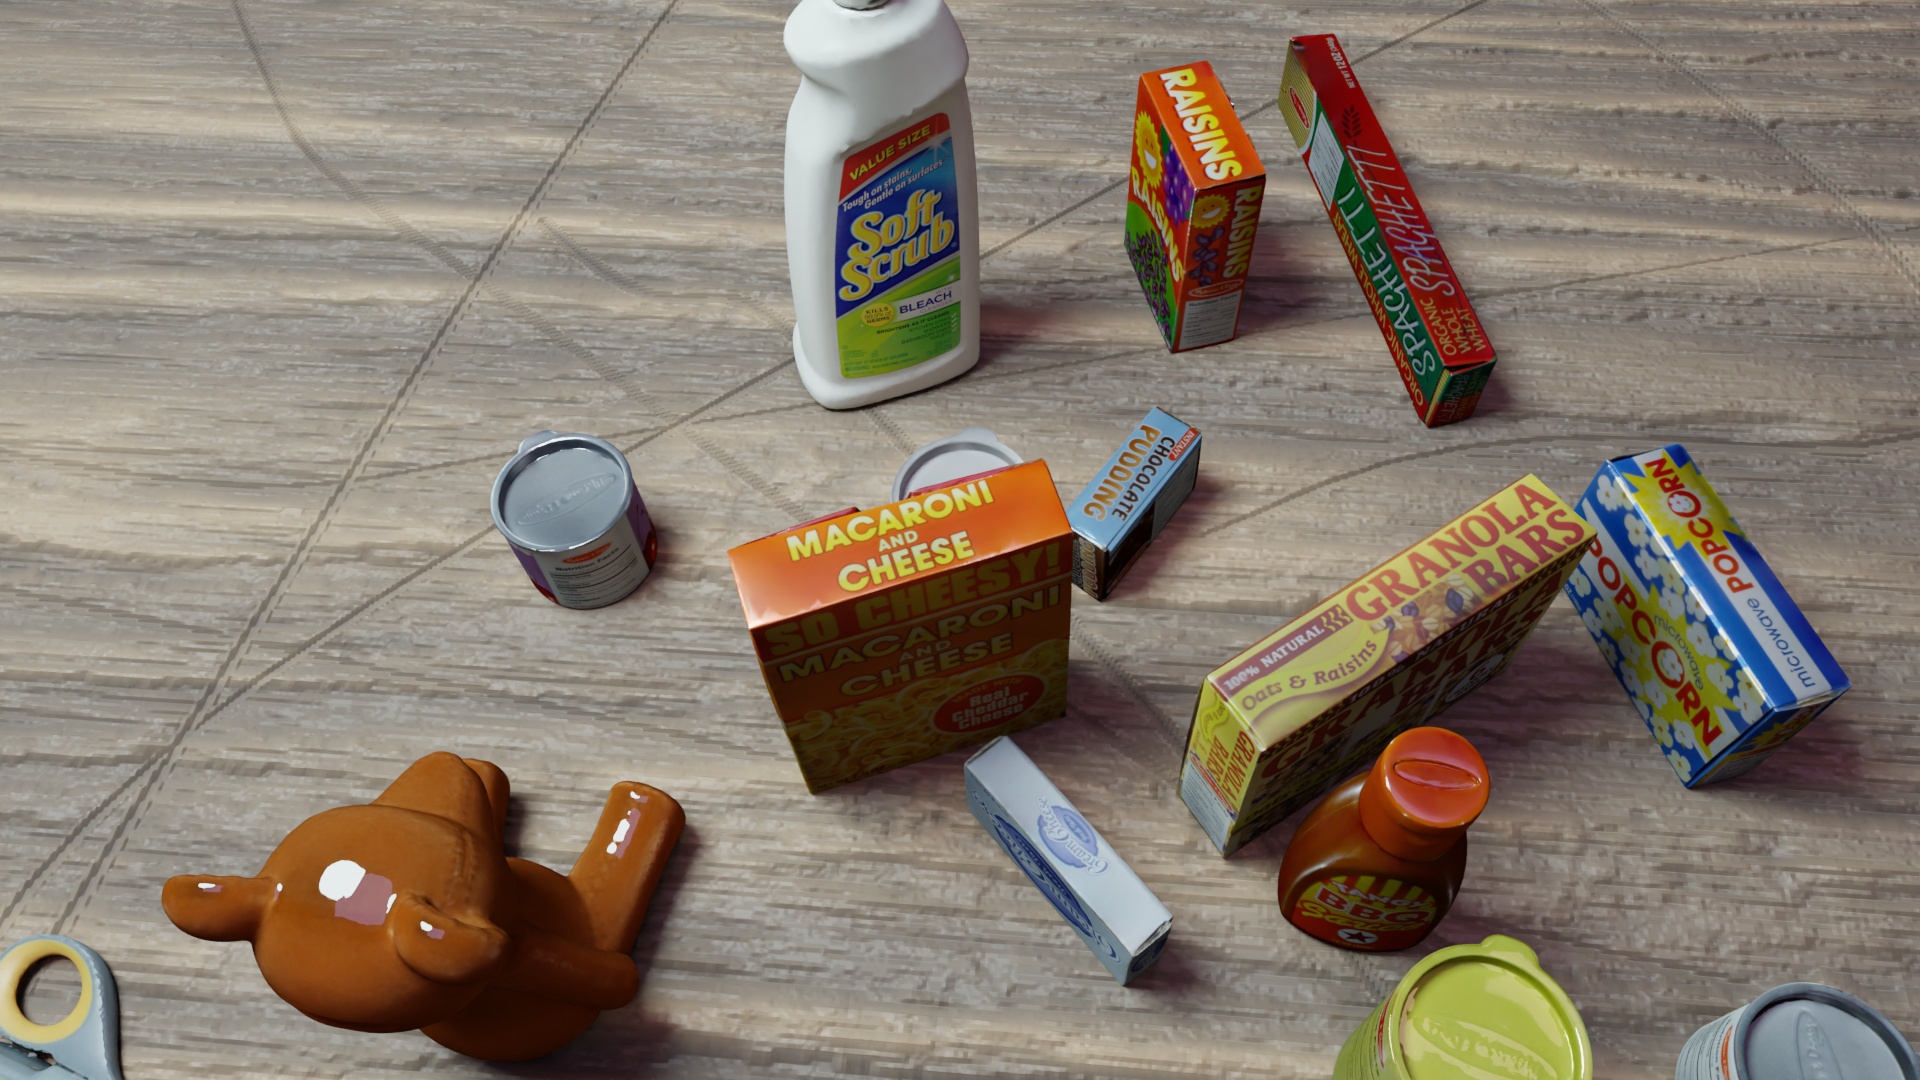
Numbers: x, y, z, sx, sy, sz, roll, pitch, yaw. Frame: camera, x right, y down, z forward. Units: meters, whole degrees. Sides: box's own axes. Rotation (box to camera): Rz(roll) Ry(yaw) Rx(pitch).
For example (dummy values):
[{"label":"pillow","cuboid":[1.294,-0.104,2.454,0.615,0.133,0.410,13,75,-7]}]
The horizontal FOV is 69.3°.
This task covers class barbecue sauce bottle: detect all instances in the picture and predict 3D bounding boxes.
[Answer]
[{"label":"barbecue sauce bottle","cuboid":[0.162,0.115,0.525,0.065,0.147,0.044,10,60,9]}]

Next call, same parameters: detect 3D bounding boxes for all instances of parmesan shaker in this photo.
[{"label":"parmesan shaker","cuboid":[0.179,0.191,0.505,0.071,0.102,0.071,-1,59,2]}]

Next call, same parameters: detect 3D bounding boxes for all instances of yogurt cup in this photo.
[{"label":"yogurt cup","cuboid":[0.002,-0.008,0.663,0.072,0.053,0.073,-1,59,2]}]

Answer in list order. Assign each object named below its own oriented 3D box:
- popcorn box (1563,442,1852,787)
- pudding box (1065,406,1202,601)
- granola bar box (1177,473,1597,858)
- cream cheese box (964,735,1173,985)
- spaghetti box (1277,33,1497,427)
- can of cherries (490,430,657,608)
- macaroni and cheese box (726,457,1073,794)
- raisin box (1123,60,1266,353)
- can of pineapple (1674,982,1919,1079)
[{"label":"popcorn box","cuboid":[0.315,0.033,0.605,0.038,0.084,0.127,-16,59,-6]},{"label":"pudding box","cuboid":[0.081,-0.018,0.668,0.030,0.049,0.084,32,65,20]},{"label":"granola bar box","cuboid":[0.170,0.054,0.576,0.166,0.123,0.039,-30,62,-14]},{"label":"cream cheese box","cuboid":[0.043,0.132,0.576,0.024,0.053,0.104,-36,64,-17]},{"label":"spaghetti box","cuboid":[0.226,-0.175,0.756,0.029,0.050,0.251,-11,59,-3]},{"label":"can of cherries","cuboid":[-0.185,-0.011,0.671,0.071,0.058,0.072,-1,59,2]},{"label":"macaroni and cheese box","cuboid":[-0.019,0.041,0.569,0.124,0.165,0.040,-17,60,-7]},{"label":"raisin box","cuboid":[0.118,-0.169,0.715,0.040,0.122,0.086,-13,59,-5]},{"label":"can of pineapple","cuboid":[0.312,0.205,0.516,0.071,0.057,0.071,-1,59,2]}]
